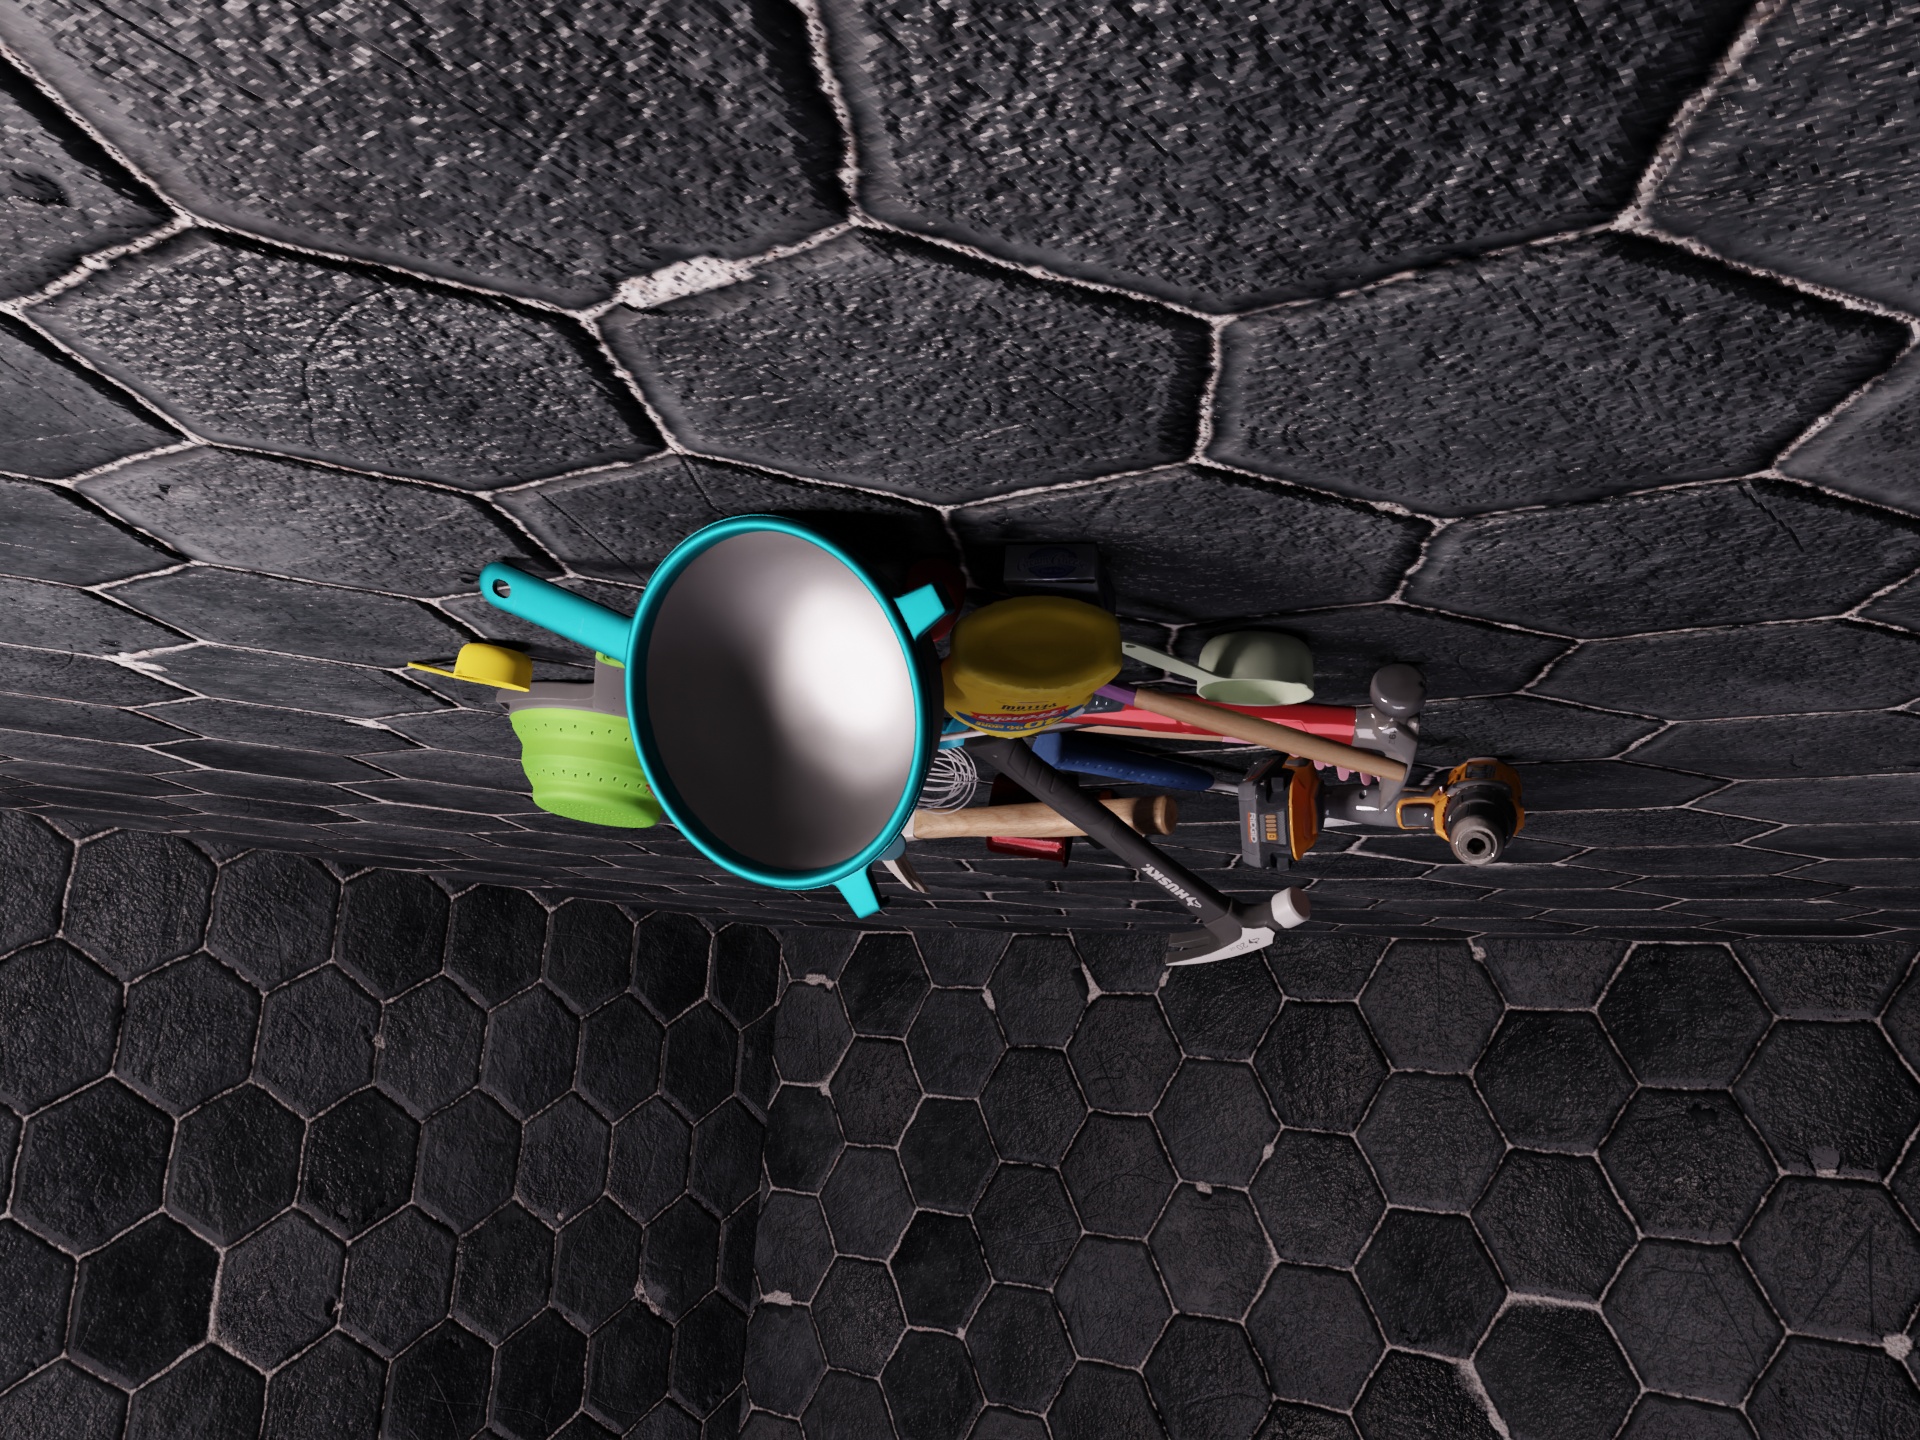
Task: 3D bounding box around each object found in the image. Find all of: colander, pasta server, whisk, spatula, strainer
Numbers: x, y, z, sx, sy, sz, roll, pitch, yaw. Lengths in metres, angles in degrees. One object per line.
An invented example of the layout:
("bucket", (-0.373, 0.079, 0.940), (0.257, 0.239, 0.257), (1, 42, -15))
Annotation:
("colander", (-0.292, 0.021, 1.315), (0.204, 0.094, 0.397), (11, 165, -11))
("pasta server", (0.185, 0.015, 1.289), (0.316, 0.040, 0.060), (5, -170, 1))
("whisk", (-0.122, 0.039, 1.479), (0.284, 0.070, 0.070), (6, 169, 10))
("spatula", (0.143, -0.010, 1.073), (0.316, 0.018, 0.059), (17, 171, 12))
("strainer", (-0.138, -0.037, 0.947), (0.340, 0.211, 0.095), (22, -159, 27))

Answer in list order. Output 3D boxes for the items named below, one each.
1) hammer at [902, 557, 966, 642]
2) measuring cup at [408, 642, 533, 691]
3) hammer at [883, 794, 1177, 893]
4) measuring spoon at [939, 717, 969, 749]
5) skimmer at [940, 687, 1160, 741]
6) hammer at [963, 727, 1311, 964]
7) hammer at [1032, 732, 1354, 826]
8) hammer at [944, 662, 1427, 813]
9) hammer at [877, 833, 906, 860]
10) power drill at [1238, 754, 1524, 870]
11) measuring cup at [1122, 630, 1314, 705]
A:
("hammer", (-0.059, -0.023, 1.082), (0.036, 0.149, 0.359), (7, 156, -13))
("measuring cup", (-0.389, -0.047, 1.243), (0.157, 0.029, 0.062), (9, 175, 44))
("hammer", (0.051, 0.095, 1.478), (0.331, 0.130, 0.031), (-4, 165, 37))
("measuring spoon", (-0.002, -0.004, 1.328), (0.042, 0.021, 0.128), (-1, 161, -18))
("skimmer", (-0.009, 0.041, 1.269), (0.363, 0.090, 0.127), (-10, -164, 20))
("hammer", (0.135, 0.105, 1.368), (0.334, 0.035, 0.146), (37, 134, -20))
("hammer", (0.233, 0.061, 1.494), (0.405, 0.035, 0.144), (12, 165, -34))
("hammer", (0.131, 0.001, 1.157), (0.386, 0.038, 0.143), (5, 145, 10))
("hammer", (-0.119, 0.083, 1.495), (0.128, 0.033, 0.331), (10, -176, -20))
("power drill", (0.349, 0.079, 1.322), (0.226, 0.084, 0.185), (-2, -168, 20))
("measuring cup", (0.160, -0.045, 1.022), (0.167, 0.038, 0.083), (16, 164, -37))
